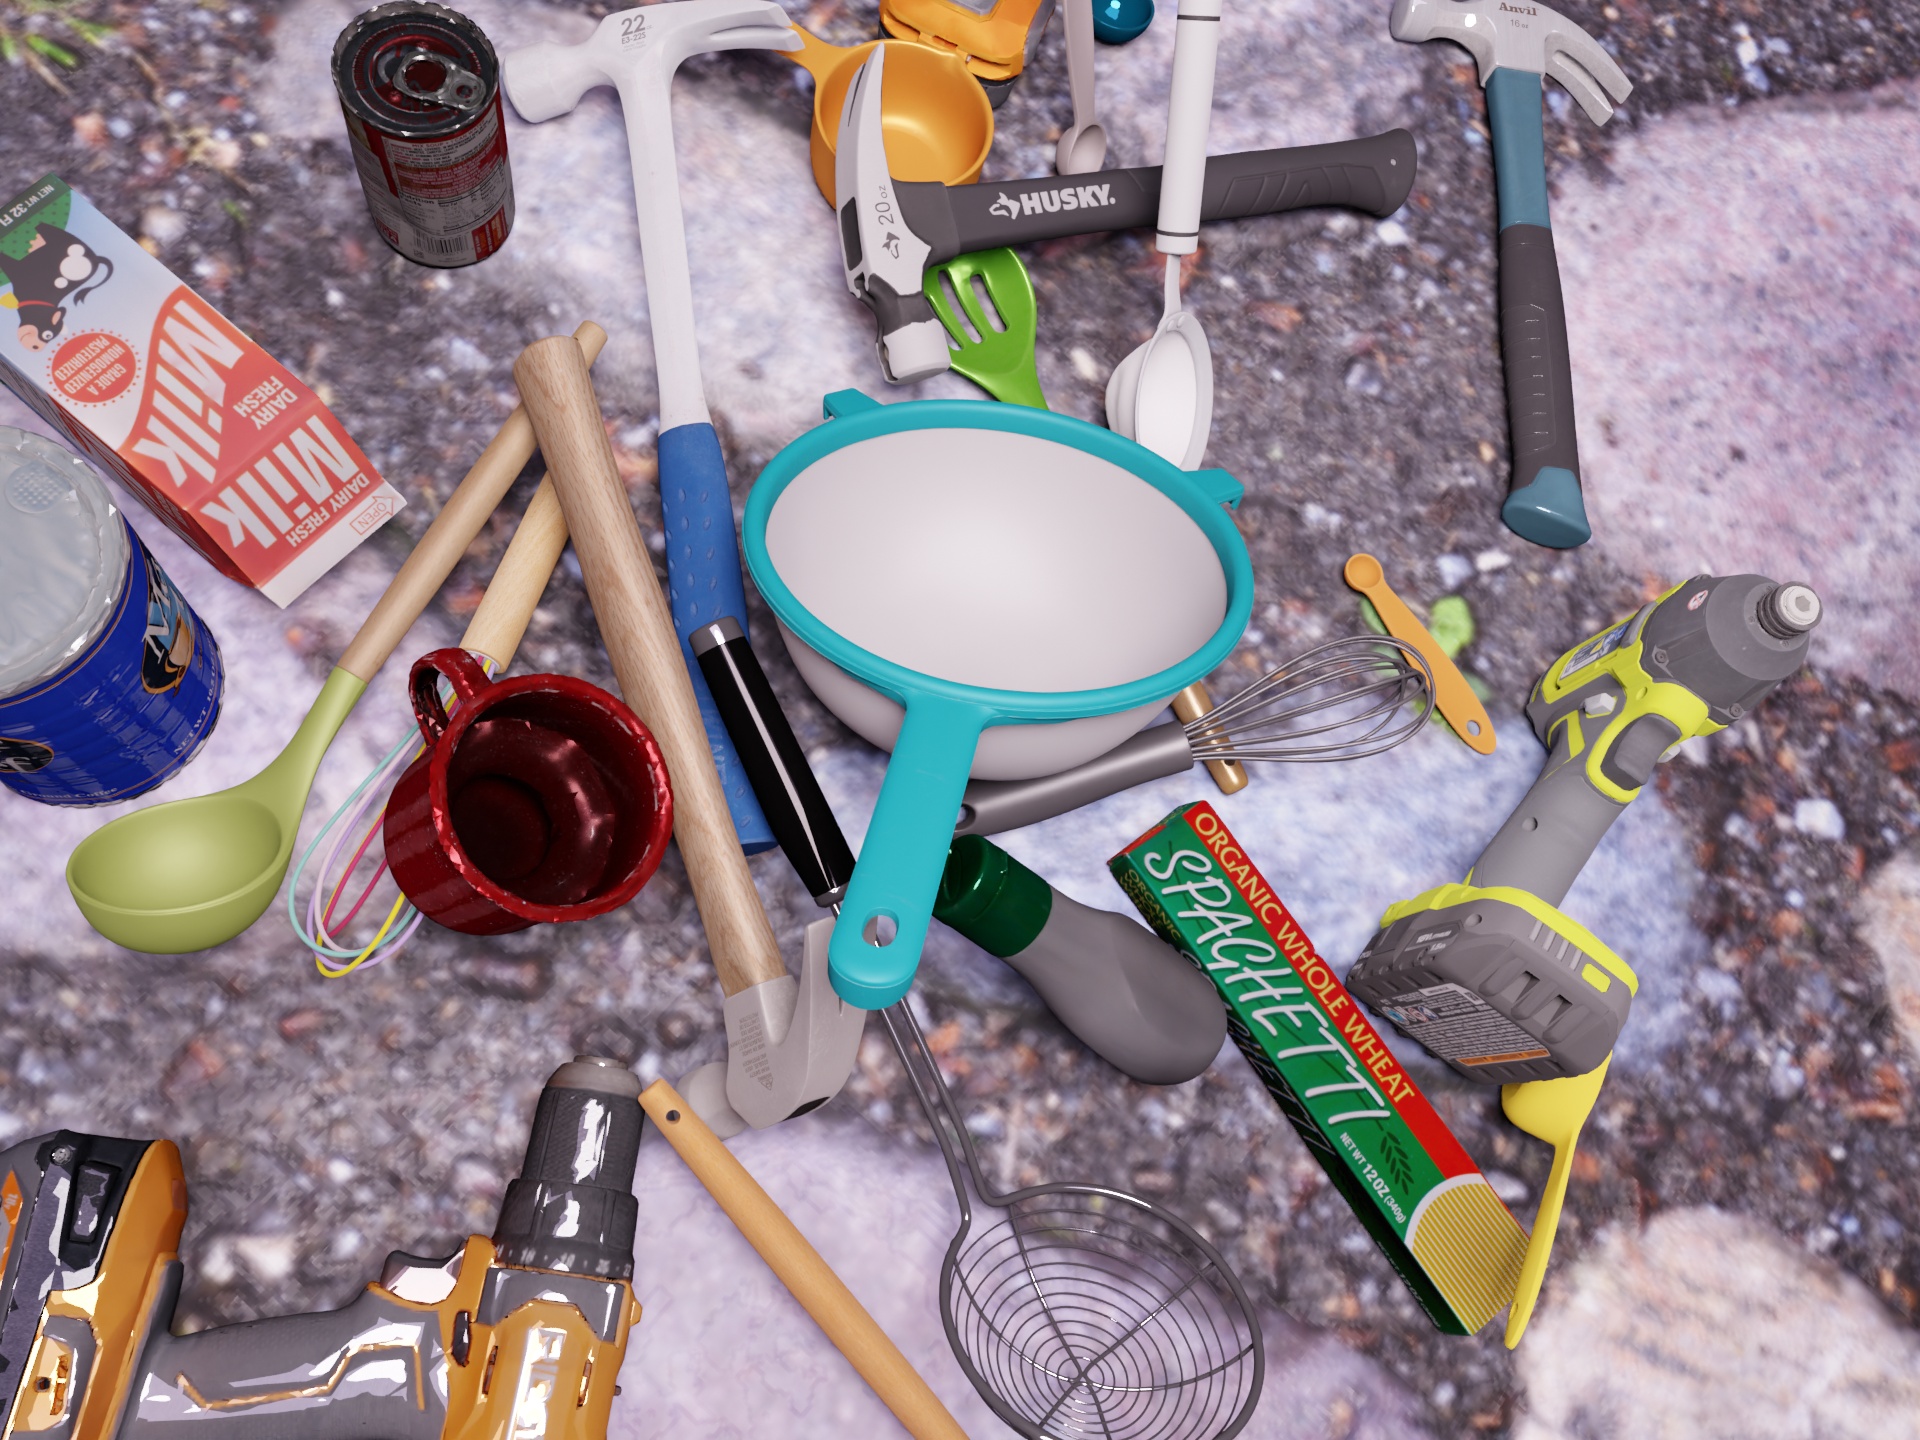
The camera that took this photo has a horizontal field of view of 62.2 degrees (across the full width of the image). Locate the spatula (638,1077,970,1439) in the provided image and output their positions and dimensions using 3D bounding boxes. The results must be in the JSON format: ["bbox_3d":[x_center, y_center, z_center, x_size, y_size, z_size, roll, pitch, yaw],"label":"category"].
[{"bbox_3d":[-0.015,0.264,0.606,0.081,0.041,0.322,-40,91,-14],"label":"spatula"}]

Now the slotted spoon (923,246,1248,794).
[{"bbox_3d":[0.056,-0.104,0.760,0.070,0.031,0.314,-25,80,-17],"label":"slotted spoon"}]

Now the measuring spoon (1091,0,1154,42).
[{"bbox_3d":[0.092,-0.416,0.877,0.042,0.021,0.129,19,61,-5],"label":"measuring spoon"}]

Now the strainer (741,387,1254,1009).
[{"bbox_3d":[-0.001,-0.002,0.632,0.211,0.095,0.341,13,43,3],"label":"strainer"}]

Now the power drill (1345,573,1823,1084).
[{"bbox_3d":[0.269,0.039,0.679,0.080,0.171,0.223,36,73,2],"label":"power drill"}]

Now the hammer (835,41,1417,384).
[{"bbox_3d":[0.093,-0.263,0.782,0.334,0.035,0.146,-16,92,-26],"label":"hammer"}]

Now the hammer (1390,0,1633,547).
[{"bbox_3d":[0.302,-0.248,0.850,0.128,0.033,0.331,5,72,-8],"label":"hammer"}]

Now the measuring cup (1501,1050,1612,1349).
[{"bbox_3d":[0.238,0.187,0.667,0.029,0.062,0.157,25,51,10],"label":"measuring cup"}]

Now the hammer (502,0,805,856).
[{"bbox_3d":[-0.119,-0.141,0.714,0.144,0.035,0.406,-12,77,14],"label":"hammer"}]

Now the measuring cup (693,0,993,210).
[{"bbox_3d":[-0.066,-0.307,0.790,0.173,0.052,0.095,33,69,3],"label":"measuring cup"}]

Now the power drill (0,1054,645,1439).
[{"bbox_3d":[-0.229,0.202,0.579,0.226,0.084,0.185,12,68,-11],"label":"power drill"}]

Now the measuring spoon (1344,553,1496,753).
[{"bbox_3d":[0.224,-0.032,0.779,0.021,0.011,0.117,-32,84,-20],"label":"measuring spoon"}]

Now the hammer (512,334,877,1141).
[{"bbox_3d":[-0.116,-0.003,0.632,0.031,0.130,0.331,-10,75,-43],"label":"hammer"}]

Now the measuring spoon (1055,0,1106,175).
[{"bbox_3d":[0.054,-0.324,0.788,0.018,0.124,0.034,27,56,30],"label":"measuring spoon"}]

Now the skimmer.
[{"bbox_3d":[-0.004,0.114,0.622,0.127,0.090,0.363,-23,86,-45],"label":"skimmer"}]

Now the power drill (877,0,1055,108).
[{"bbox_3d":[0.031,-0.422,0.750,0.084,0.226,0.164,23,69,-3],"label":"power drill"}]

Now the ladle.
[{"bbox_3d":[-0.241,-0.046,0.652,0.078,0.062,0.320,22,72,27],"label":"ladle"}]

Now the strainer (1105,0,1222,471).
[{"bbox_3d":[0.098,-0.213,0.733,0.050,0.258,0.087,17,28,27],"label":"strainer"}]

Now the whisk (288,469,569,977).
[{"bbox_3d":[-0.214,-0.007,0.671,0.051,0.047,0.245,25,65,-15],"label":"whisk"}]

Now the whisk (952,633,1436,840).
[{"bbox_3d":[0.099,0.014,0.707,0.239,0.055,0.055,-16,76,-2],"label":"whisk"}]
